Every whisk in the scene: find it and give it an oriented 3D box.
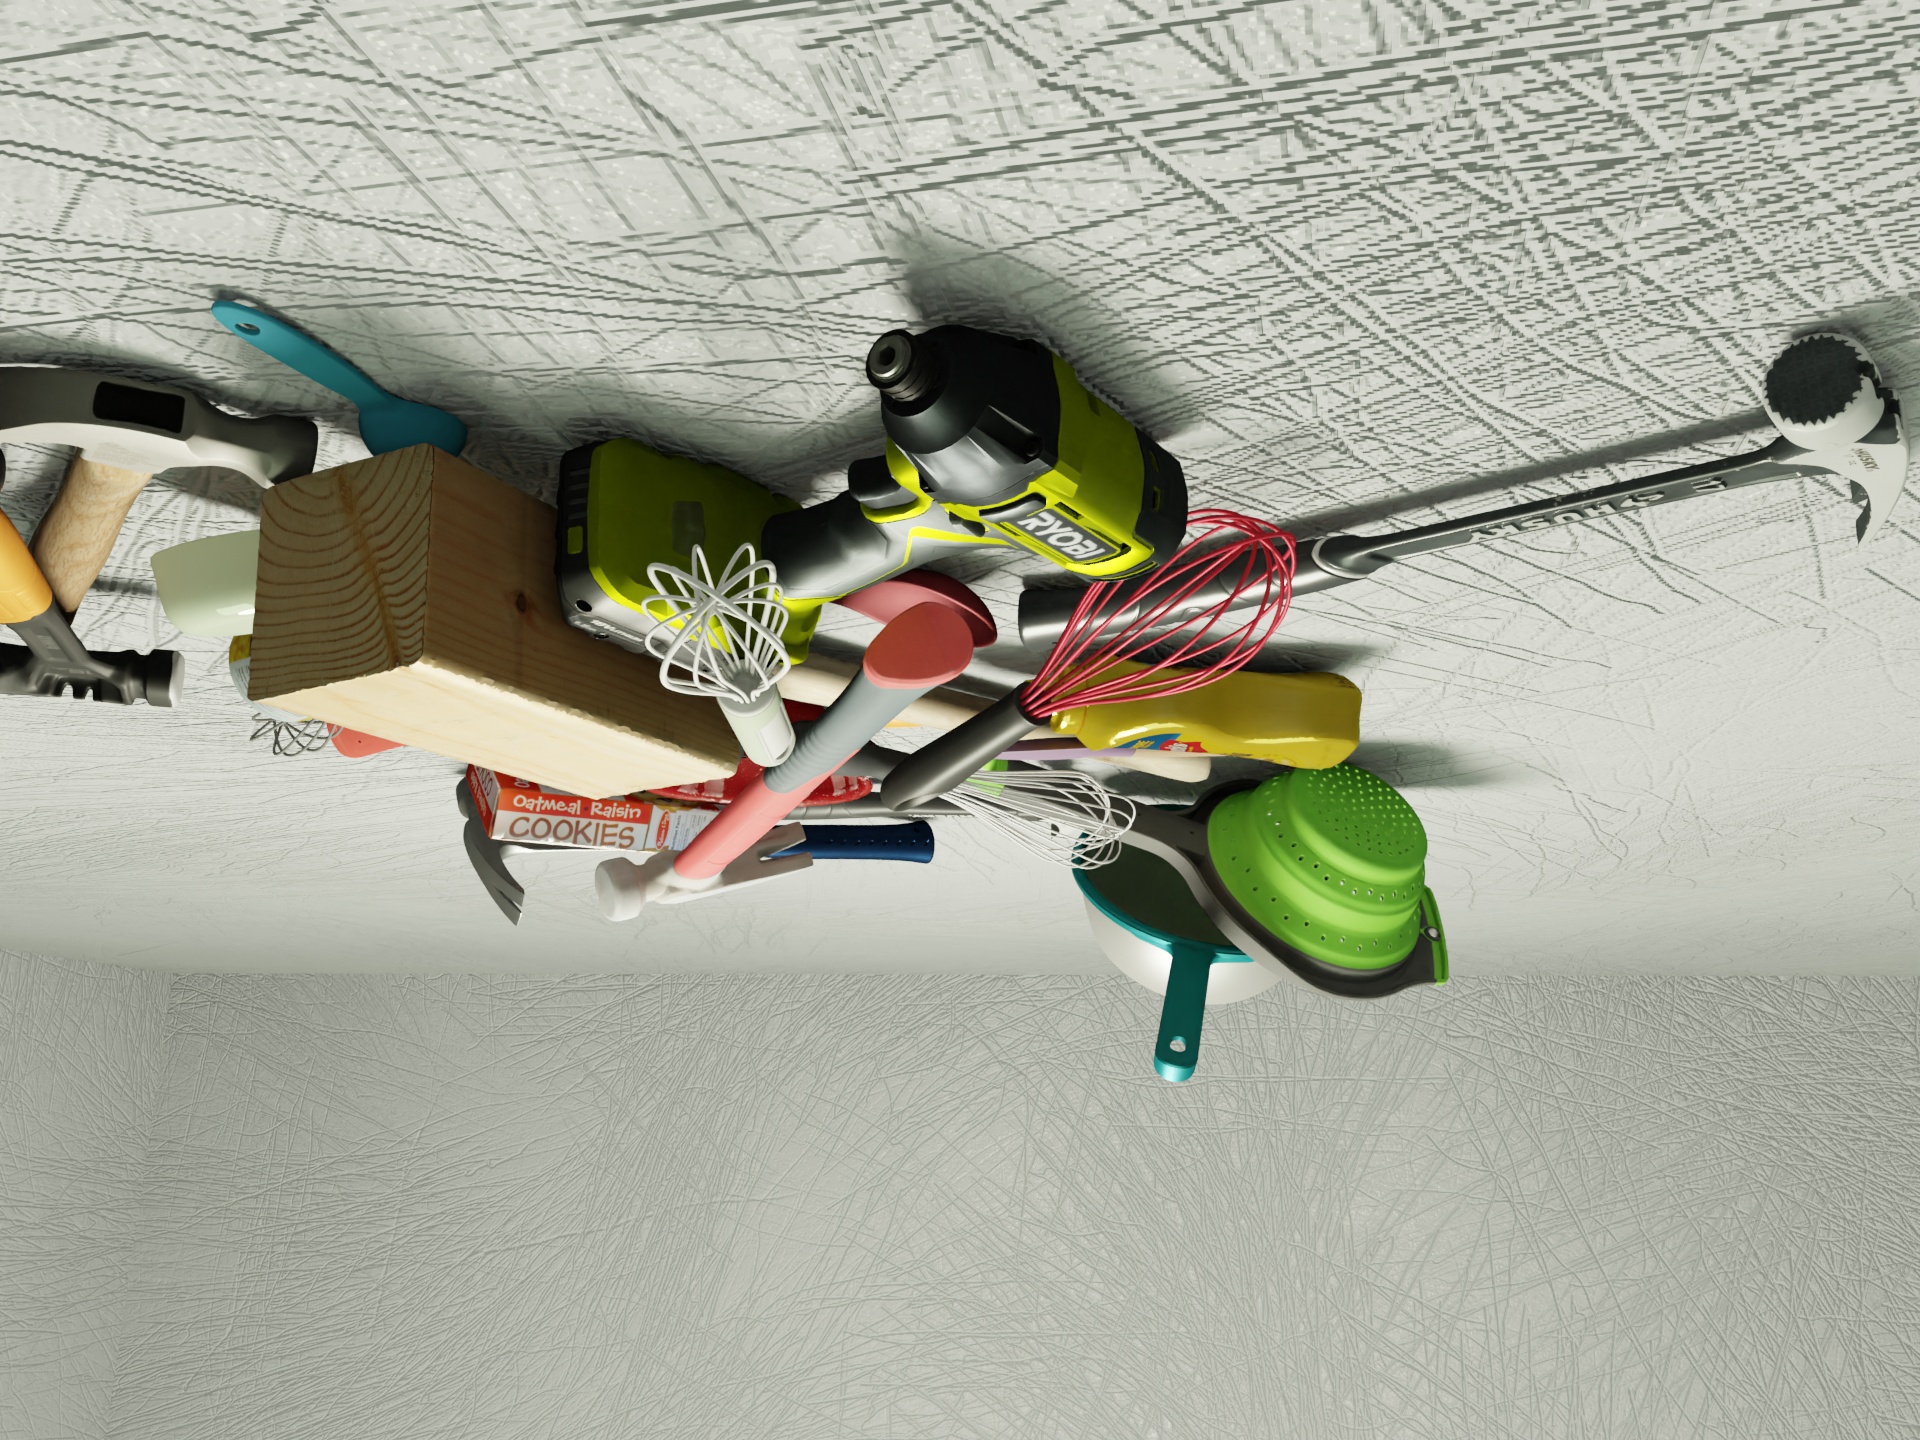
[{"bbox_3d":[-0.086,-0.015,0.639,0.059,0.058,0.246,32,168,6],"label":"whisk"},{"bbox_3d":[-0.367,-0.024,0.944,0.055,0.055,0.239,13,157,-39],"label":"whisk"},{"bbox_3d":[0.003,0.044,1.022,0.284,0.070,0.070,18,159,-37],"label":"whisk"},{"bbox_3d":[0.047,-0.015,0.750,0.073,0.073,0.296,11,150,-34],"label":"whisk"}]

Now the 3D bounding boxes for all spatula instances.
[{"bbox_3d":[0.126,0.015,1.005,0.315,0.018,0.060,-1,180,-31],"label":"spatula"}]

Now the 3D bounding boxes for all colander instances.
[{"bbox_3d":[0.195,0.069,1.150,0.397,0.205,0.094,20,128,-9],"label":"colander"}]

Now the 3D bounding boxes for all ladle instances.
[{"bbox_3d":[-0.136,-0.070,0.781,0.315,0.031,0.069,6,162,-9],"label":"ladle"}]

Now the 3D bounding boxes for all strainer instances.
[{"bbox_3d":[0.172,0.184,1.192,0.211,0.095,0.340,11,-152,8],"label":"strainer"}]

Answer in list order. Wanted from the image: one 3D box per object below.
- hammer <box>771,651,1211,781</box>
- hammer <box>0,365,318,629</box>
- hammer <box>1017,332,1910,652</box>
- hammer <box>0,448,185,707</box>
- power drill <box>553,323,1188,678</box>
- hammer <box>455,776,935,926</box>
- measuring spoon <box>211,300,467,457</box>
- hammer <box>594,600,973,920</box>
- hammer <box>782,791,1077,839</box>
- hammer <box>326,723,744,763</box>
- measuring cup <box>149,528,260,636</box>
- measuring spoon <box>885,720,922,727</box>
[{"bbox_3d":[-0.002,-0.003,1.008,0.410,0.038,0.146,12,164,-37],"label":"hammer"},{"bbox_3d":[-0.403,-0.088,0.723,0.130,0.031,0.331,11,163,-35],"label":"hammer"},{"bbox_3d":[0.192,-0.077,0.709,0.409,0.036,0.149,-10,163,39],"label":"hammer"},{"bbox_3d":[-0.429,-0.060,0.703,0.127,0.034,0.337,5,166,-20],"label":"hammer"},{"bbox_3d":[-0.046,-0.085,0.622,0.223,0.080,0.171,-12,161,31],"label":"power drill"},{"bbox_3d":[-0.207,0.106,1.335,0.405,0.144,0.035,3,128,-28],"label":"hammer"},{"bbox_3d":[-0.234,-0.120,0.599,0.042,0.021,0.128,-3,166,18],"label":"measuring spoon"},{"bbox_3d":[-0.080,0.030,0.862,0.143,0.038,0.386,-12,165,-32],"label":"hammer"},{"bbox_3d":[-0.068,0.069,1.286,0.335,0.035,0.146,0,168,11],"label":"hammer"},{"bbox_3d":[-0.280,-0.007,0.957,0.359,0.037,0.149,-10,141,46],"label":"hammer"},{"bbox_3d":[-0.318,-0.059,0.755,0.083,0.038,0.167,-12,178,-2],"label":"measuring cup"},{"bbox_3d":[-0.022,0.005,1.086,0.117,0.011,0.021,0,165,4],"label":"measuring spoon"}]
